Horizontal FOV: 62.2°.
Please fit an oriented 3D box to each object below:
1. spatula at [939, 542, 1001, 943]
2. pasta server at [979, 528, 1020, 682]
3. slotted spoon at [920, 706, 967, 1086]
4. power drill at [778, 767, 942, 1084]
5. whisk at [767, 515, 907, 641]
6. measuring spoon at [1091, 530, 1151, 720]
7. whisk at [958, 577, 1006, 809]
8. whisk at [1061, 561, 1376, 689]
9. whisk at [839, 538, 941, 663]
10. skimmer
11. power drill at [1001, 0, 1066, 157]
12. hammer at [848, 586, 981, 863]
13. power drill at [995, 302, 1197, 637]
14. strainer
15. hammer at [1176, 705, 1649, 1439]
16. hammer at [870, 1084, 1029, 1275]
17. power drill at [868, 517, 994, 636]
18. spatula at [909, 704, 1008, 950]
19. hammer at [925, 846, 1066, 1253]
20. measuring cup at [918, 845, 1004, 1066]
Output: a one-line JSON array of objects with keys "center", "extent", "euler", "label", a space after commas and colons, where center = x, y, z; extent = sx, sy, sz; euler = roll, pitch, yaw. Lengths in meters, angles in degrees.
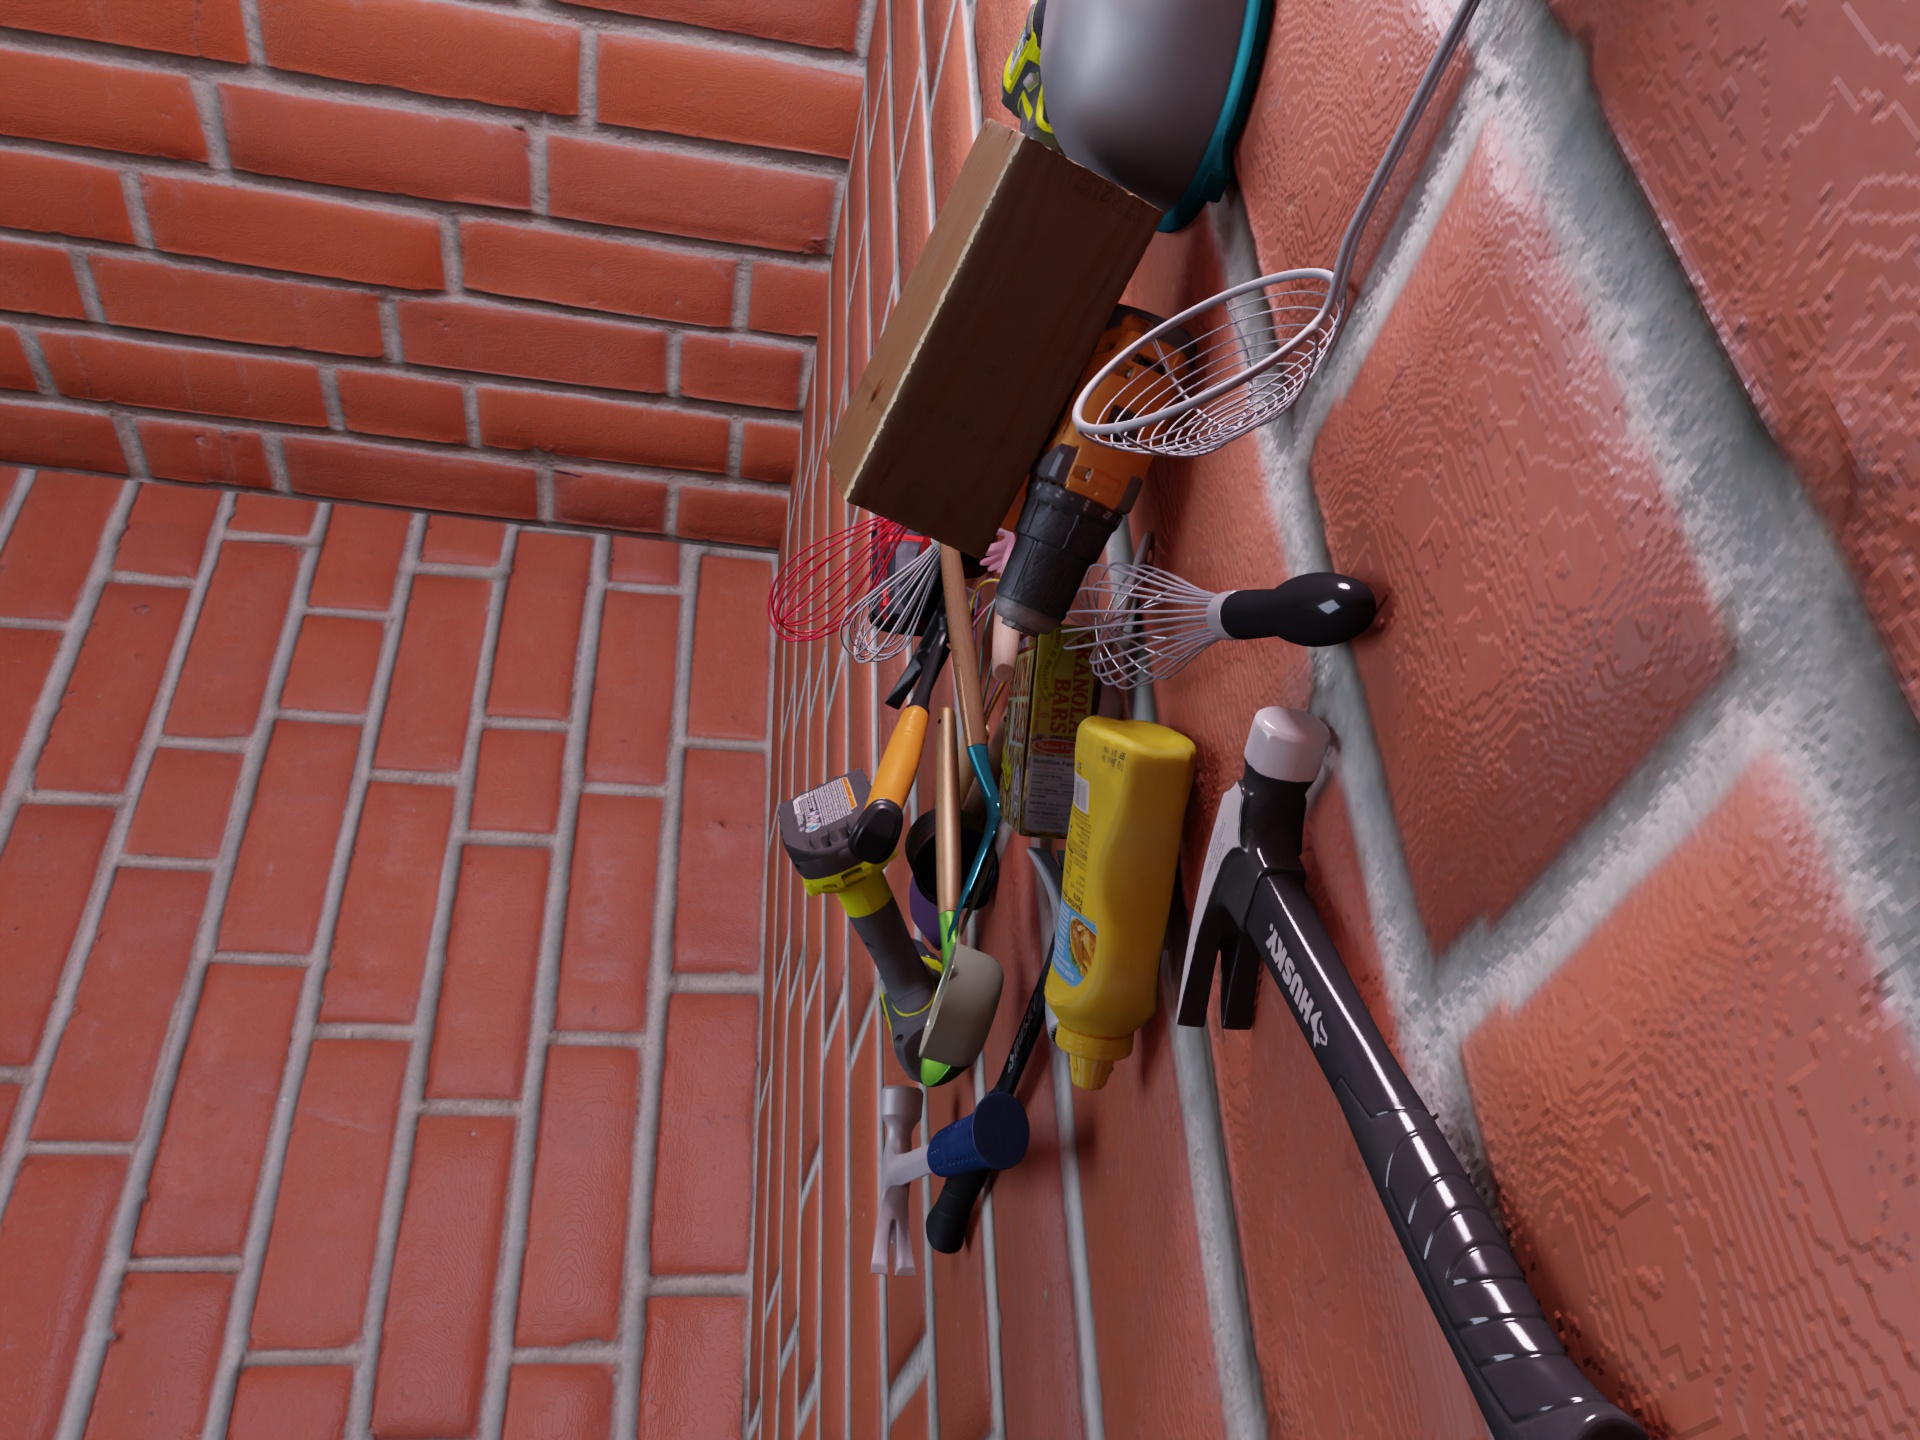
[{"center": [-0.002, -0.004, 1.131], "extent": [0.082, 0.044, 0.318], "euler": [106, 159, -63], "label": "spatula"}, {"center": [0.027, -0.094, 1.083], "extent": [0.316, 0.040, 0.060], "euler": [-82, -4, -65], "label": "pasta server"}, {"center": [-0.007, 0.118, 1.152], "extent": [0.070, 0.031, 0.314], "euler": [-47, 34, 44], "label": "slotted spoon"}, {"center": [-0.064, 0.160, 1.284], "extent": [0.191, 0.080, 0.228], "euler": [-122, 7, -72], "label": "power drill"}, {"center": [-0.053, -0.163, 1.314], "extent": [0.296, 0.073, 0.073], "euler": [-39, 33, 23], "label": "whisk"}, {"center": [0.098, -0.049, 0.929], "extent": [0.034, 0.018, 0.124], "euler": [-96, 20, -76], "label": "measuring spoon"}, {"center": [0.018, -0.007, 1.242], "extent": [0.051, 0.047, 0.244], "euler": [-79, -1, -50], "label": "whisk"}, {"center": [0.113, -0.049, 0.742], "extent": [0.285, 0.070, 0.070], "euler": [-175, 91, -74], "label": "whisk"}, {"center": [-0.019, -0.136, 1.287], "extent": [0.246, 0.059, 0.058], "euler": [-50, 24, 27], "label": "whisk"}, {"center": [0.141, -0.236, 0.596], "extent": [0.127, 0.090, 0.363], "euler": [-53, -9, -39], "label": "skimmer"}, {"center": [0.062, -0.402, 1.117], "extent": [0.171, 0.080, 0.223], "euler": [157, 121, -78], "label": "power drill"}, {"center": [-0.041, 0.012, 1.192], "extent": [0.127, 0.034, 0.337], "euler": [-61, 6, 27], "label": "hammer"}, {"center": [0.052, -0.147, 0.950], "extent": [0.185, 0.084, 0.226], "euler": [-67, 15, 4], "label": "power drill"}, {"center": [0.103, -0.449, 0.876], "extent": [0.211, 0.095, 0.340], "euler": [-125, 41, -73], "label": "strainer"}, {"center": [0.142, 0.136, 0.551], "extent": [0.335, 0.035, 0.146], "euler": [-105, 24, -60], "label": "hammer"}, {"center": [-0.015, 0.303, 1.084], "extent": [0.405, 0.035, 0.144], "euler": [120, 155, -68], "label": "hammer"}, {"center": [-0.021, -0.170, 1.426], "extent": [0.219, 0.078, 0.143], "euler": [132, 141, -67], "label": "power drill"}, {"center": [0.003, 0.087, 1.294], "extent": [0.060, 0.018, 0.315], "euler": [49, 143, 23], "label": "spatula"}, {"center": [0.026, 0.251, 1.079], "extent": [0.408, 0.036, 0.149], "euler": [107, 165, -45], "label": "hammer"}, {"center": [0.014, 0.152, 1.045], "extent": [0.083, 0.038, 0.168], "euler": [110, -179, -49], "label": "measuring cup"}]
